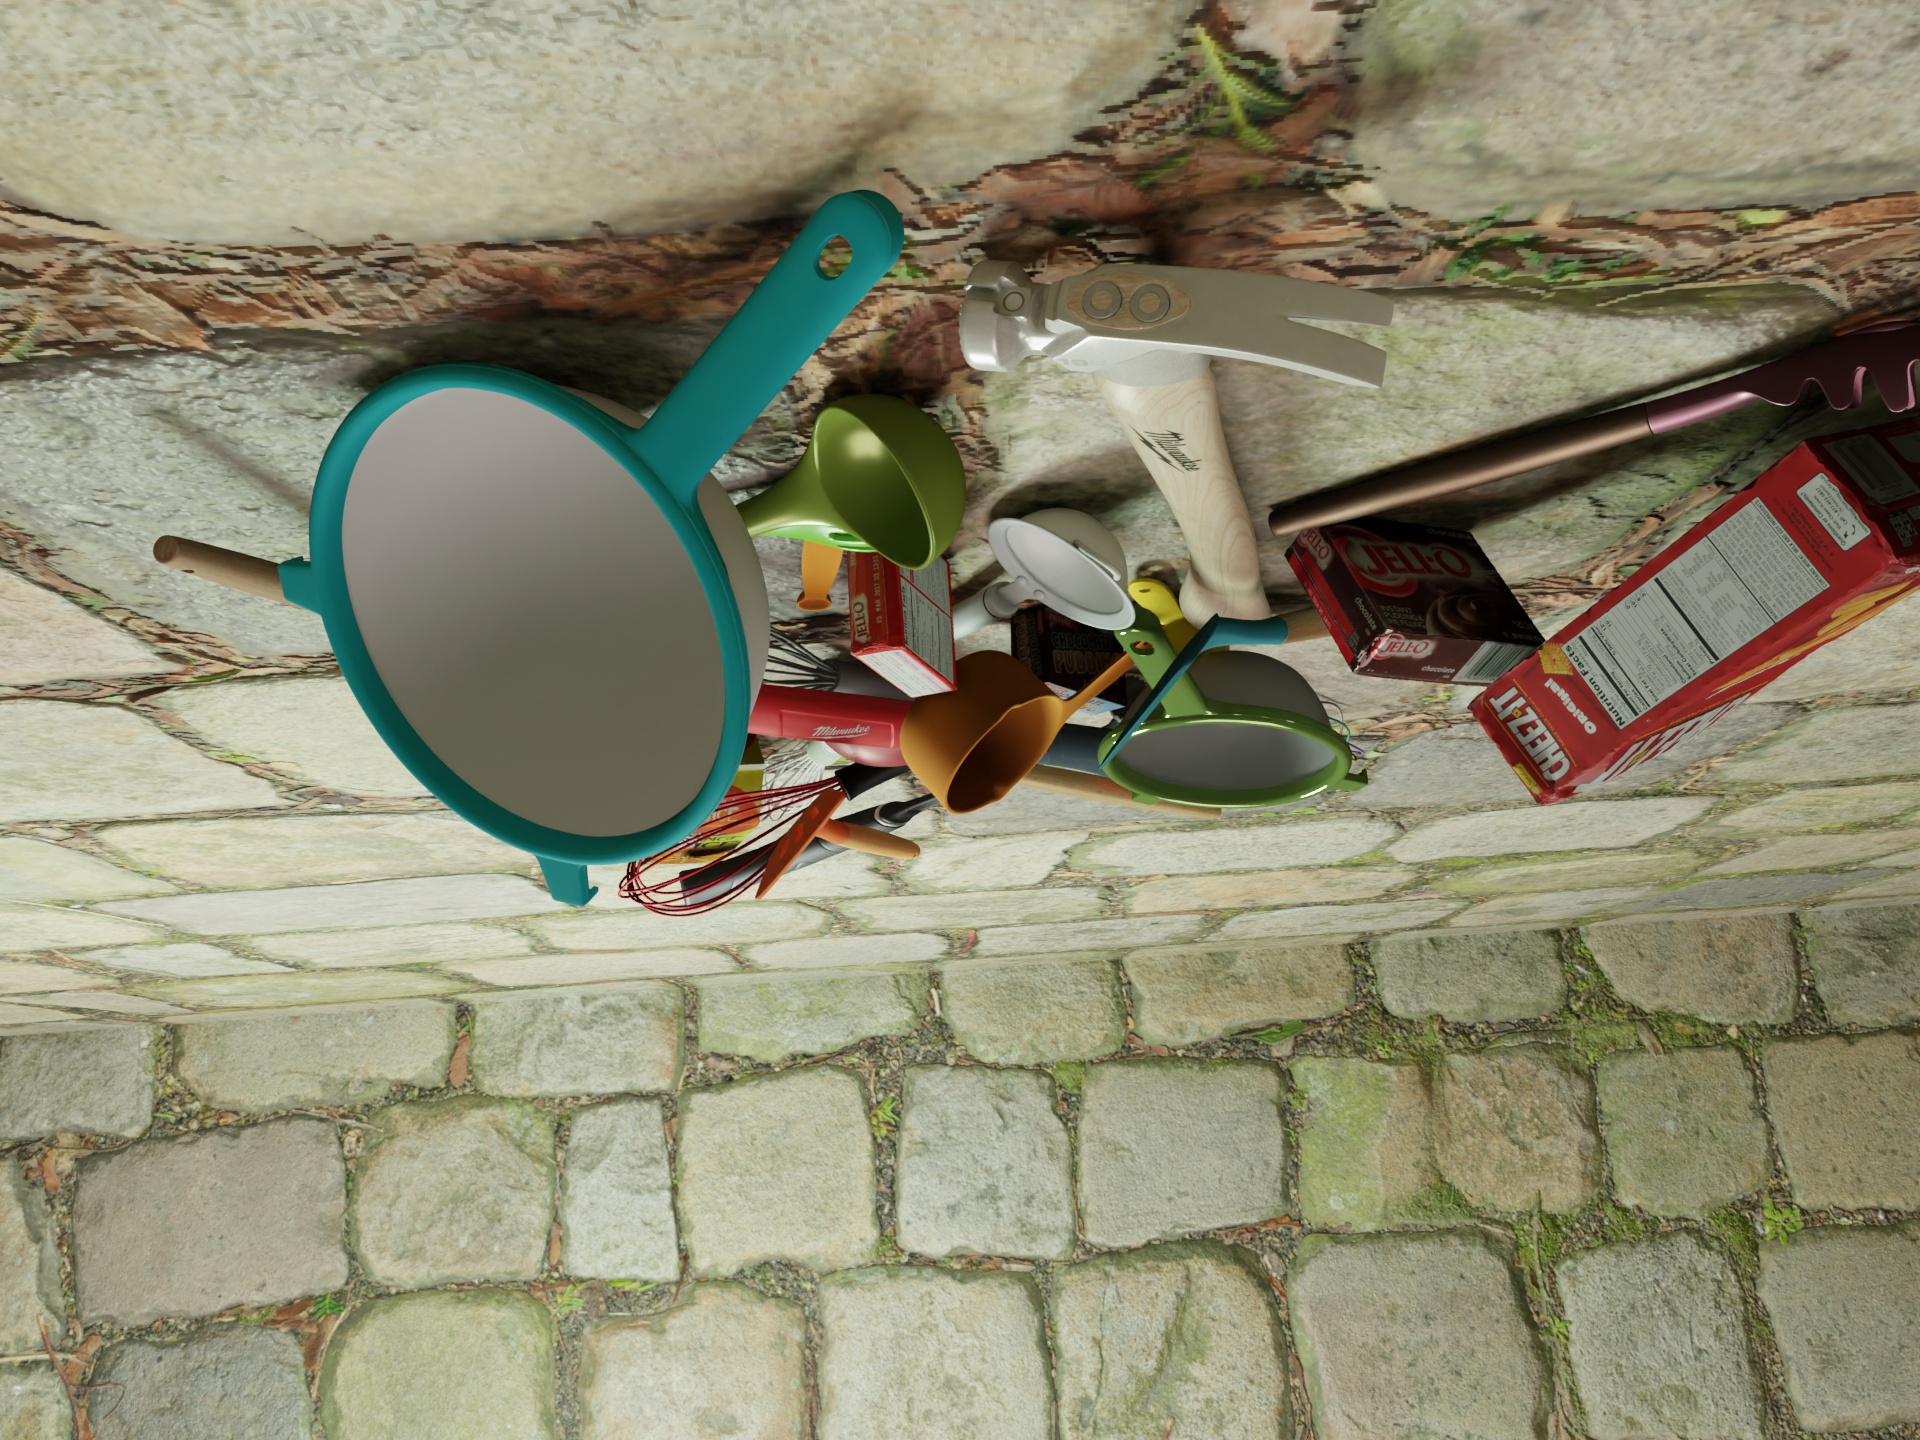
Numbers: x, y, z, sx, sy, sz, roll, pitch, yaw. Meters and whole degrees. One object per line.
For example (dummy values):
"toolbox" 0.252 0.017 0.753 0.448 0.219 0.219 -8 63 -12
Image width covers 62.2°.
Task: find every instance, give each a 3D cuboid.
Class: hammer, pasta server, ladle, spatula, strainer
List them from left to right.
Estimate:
"spatula" -0.295 -0.054 0.811 0.060 0.018 0.315 -4 173 13
"ladle" -0.139 -0.072 0.718 0.320 0.078 0.062 -15 -155 26
"strainer" -0.117 -0.086 0.624 0.340 0.211 0.095 -40 -178 35
"spatula" -0.068 0.084 1.068 0.081 0.041 0.322 -50 164 3
"hammer" -0.032 0.063 1.191 0.409 0.036 0.149 -21 164 14
"hammer" -0.002 -0.003 0.958 0.386 0.038 0.143 7 139 -38
"strainer" 0.026 -0.069 0.854 0.086 0.050 0.258 39 157 -15
"ladle" 0.044 0.035 1.081 0.315 0.031 0.069 12 -178 -24
"strainer" 0.139 -0.023 0.923 0.151 0.069 0.256 -5 154 24
"hammer" 0.121 -0.099 0.724 0.146 0.038 0.410 9 171 17
"spatula" 0.191 -0.042 0.850 0.317 0.044 0.082 -13 149 -39
"pasta server" 0.288 -0.123 0.726 0.316 0.040 0.060 -13 -177 35

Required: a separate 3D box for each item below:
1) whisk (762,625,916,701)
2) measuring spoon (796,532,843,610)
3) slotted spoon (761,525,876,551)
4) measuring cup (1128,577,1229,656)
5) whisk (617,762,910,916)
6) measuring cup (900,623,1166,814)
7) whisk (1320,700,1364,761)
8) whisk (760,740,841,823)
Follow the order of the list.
"whisk" -0.082 -0.024 0.987 0.055 0.055 0.238 -15 165 35
"measuring spoon" -0.074 -0.084 0.836 0.021 0.011 0.117 -1 161 -9
"slotted spoon" -0.154 -0.087 0.763 0.314 0.031 0.070 -6 155 12
"measuring cup" 0.125 -0.053 0.954 0.062 0.029 0.156 -9 167 18
"whisk" -0.098 0.054 1.091 0.296 0.073 0.073 -27 169 -12
"measuring cup" 0.040 -0.020 0.895 0.173 0.052 0.095 -37 155 -23
"whisk" 0.223 -0.006 1.151 0.051 0.047 0.244 -28 150 30
"whisk" -0.105 0.025 1.167 0.057 0.059 0.246 30 150 -13
